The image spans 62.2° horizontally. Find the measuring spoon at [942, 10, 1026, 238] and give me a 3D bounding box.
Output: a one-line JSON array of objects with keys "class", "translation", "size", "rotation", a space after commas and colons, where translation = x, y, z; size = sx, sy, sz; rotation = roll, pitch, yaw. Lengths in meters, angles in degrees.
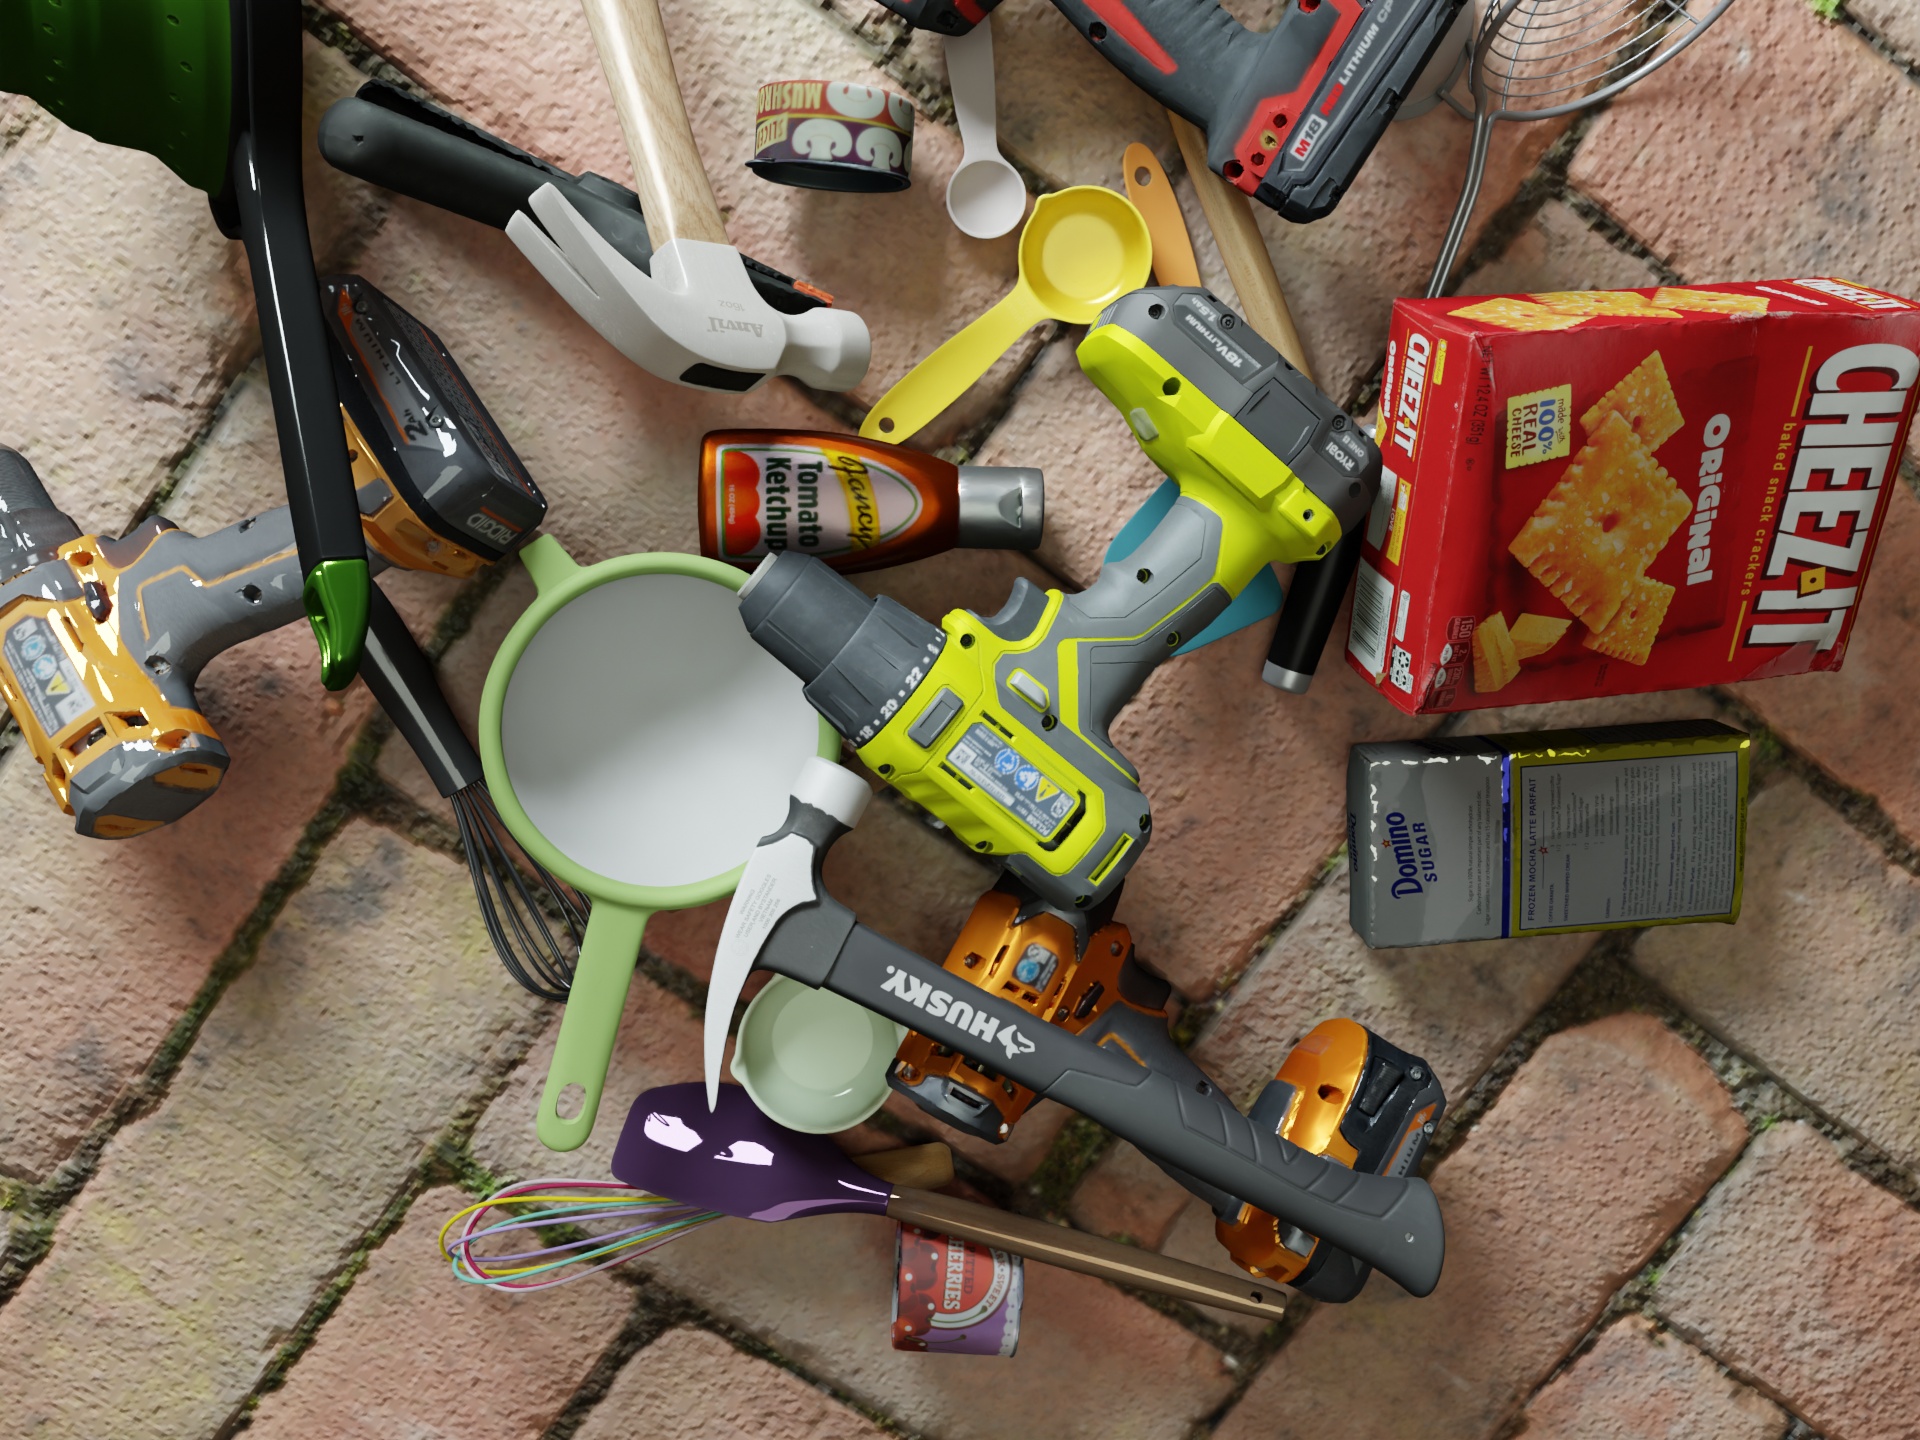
[{"class": "measuring spoon", "translation": [0.006, -0.269, 0.684], "size": [0.034, 0.018, 0.124], "rotation": [-7, 94, 1]}]

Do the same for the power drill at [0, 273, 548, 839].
[{"class": "power drill", "translation": [-0.309, -0.086, 0.655], "size": [0.226, 0.084, 0.185], "rotation": [-36, 78, 3]}]

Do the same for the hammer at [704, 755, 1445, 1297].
[{"class": "hammer", "translation": [0.051, 0.154, 0.660], "size": [0.334, 0.035, 0.146], "rotation": [28, 79, -3]}]

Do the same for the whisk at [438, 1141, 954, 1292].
[{"class": "whisk", "translation": [-0.124, 0.230, 0.756], "size": [0.245, 0.051, 0.047], "rotation": [-9, 96, -5]}]

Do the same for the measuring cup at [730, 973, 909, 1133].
[{"class": "measuring cup", "translation": [-0.075, 0.107, 0.744], "size": [0.083, 0.038, 0.167], "rotation": [-14, 85, -4]}]

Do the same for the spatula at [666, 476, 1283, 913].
[{"class": "spatula", "translation": [-0.001, -0.002, 0.719], "size": [0.317, 0.044, 0.082], "rotation": [-32, 101, 4]}]

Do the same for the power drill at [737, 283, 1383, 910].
[{"class": "power drill", "translation": [0.041, -0.062, 0.649], "size": [0.190, 0.080, 0.228], "rotation": [39, 89, -10]}]

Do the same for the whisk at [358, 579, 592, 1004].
[{"class": "whisk", "translation": [-0.223, 0.028, 0.710], "size": [0.055, 0.055, 0.239], "rotation": [-29, 98, 2]}]

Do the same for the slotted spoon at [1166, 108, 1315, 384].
[{"class": "slotted spoon", "translation": [0.097, -0.258, 0.683], "size": [0.070, 0.031, 0.313], "rotation": [-25, 103, 0]}]

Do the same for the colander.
[{"class": "colander", "translation": [-0.277, -0.198, 0.540], "size": [0.094, 0.204, 0.397], "rotation": [-7, 77, -30]}]

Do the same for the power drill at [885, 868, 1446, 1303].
[{"class": "power drill", "translation": [0.100, 0.146, 0.724], "size": [0.226, 0.084, 0.164], "rotation": [30, 79, -7]}]

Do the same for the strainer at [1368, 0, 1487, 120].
[{"class": "strainer", "translation": [0.129, -0.331, 0.646], "size": [0.258, 0.050, 0.087], "rotation": [32, 83, -14]}]

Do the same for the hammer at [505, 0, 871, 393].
[{"class": "hammer", "translation": [-0.133, -0.278, 0.600], "size": [0.031, 0.130, 0.331], "rotation": [-27, 77, 43]}]

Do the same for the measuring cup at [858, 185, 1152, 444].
[{"class": "measuring cup", "translation": [0.016, -0.172, 0.700], "size": [0.156, 0.029, 0.062], "rotation": [-38, 102, 16]}]

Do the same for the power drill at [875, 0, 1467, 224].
[{"class": "power drill", "translation": [0.084, -0.316, 0.599], "size": [0.226, 0.080, 0.187], "rotation": [31, 120, 0]}]

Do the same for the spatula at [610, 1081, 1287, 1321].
[{"class": "spatula", "translation": [-0.007, 0.225, 0.733], "size": [0.316, 0.018, 0.060], "rotation": [13, 61, 8]}]

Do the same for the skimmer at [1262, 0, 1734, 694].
[{"class": "skimmer", "translation": [0.225, -0.171, 0.673], "size": [0.090, 0.127, 0.363], "rotation": [28, 107, 36]}]

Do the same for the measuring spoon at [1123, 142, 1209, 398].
[{"class": "measuring spoon", "translation": [0.094, -0.197, 0.704], "size": [0.021, 0.011, 0.117], "rotation": [-21, 98, -10]}]

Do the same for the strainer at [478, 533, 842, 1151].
[{"class": "strainer", "translation": [-0.144, 0.055, 0.693], "size": [0.151, 0.069, 0.256], "rotation": [14, 89, -16]}]
